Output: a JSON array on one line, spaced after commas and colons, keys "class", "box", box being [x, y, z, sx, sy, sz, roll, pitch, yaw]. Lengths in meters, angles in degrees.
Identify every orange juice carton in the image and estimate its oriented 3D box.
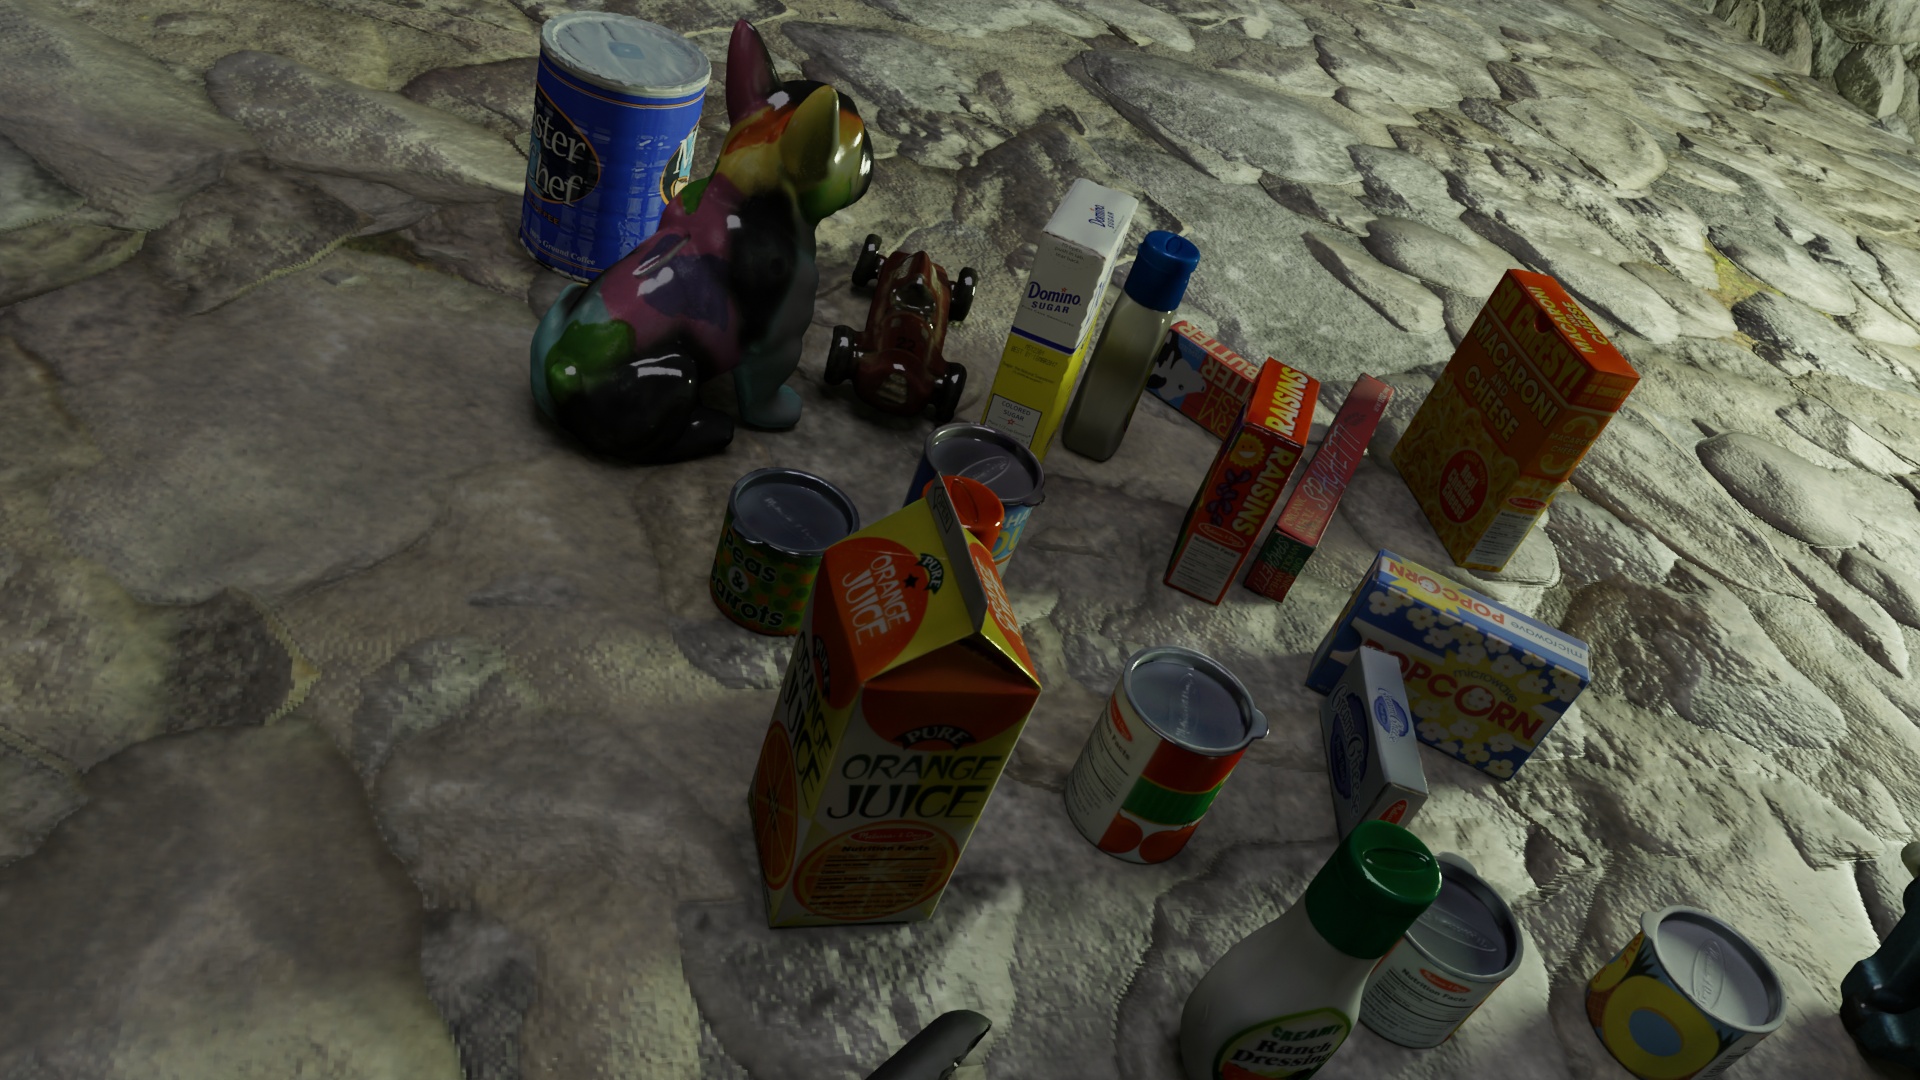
[{"class": "orange juice carton", "box": [-0.027, 0.068, 0.550, 0.073, 0.191, 0.072, 4, 41, -22]}]

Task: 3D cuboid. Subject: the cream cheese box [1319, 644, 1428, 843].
[{"class": "cream cheese box", "box": [0.215, 0.109, 0.729, 0.024, 0.053, 0.104, 17, 37, -6]}]

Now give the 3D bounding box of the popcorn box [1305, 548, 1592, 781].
[{"class": "popcorn box", "box": [0.271, 0.070, 0.777, 0.127, 0.084, 0.038, 26, 37, 6]}]

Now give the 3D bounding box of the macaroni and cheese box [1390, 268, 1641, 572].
[{"class": "macaroni and cheese box", "box": [0.368, -0.081, 0.942, 0.040, 0.165, 0.124, 7, 39, -18]}]

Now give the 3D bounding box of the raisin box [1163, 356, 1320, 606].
[{"class": "raisin box", "box": [0.167, -0.035, 0.825, 0.040, 0.122, 0.086, 25, 37, 5]}]

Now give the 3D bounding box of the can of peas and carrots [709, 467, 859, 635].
[{"class": "can of peas and carrots", "box": [-0.092, 0.007, 0.704, 0.071, 0.058, 0.071, 13, 38, -10]}]

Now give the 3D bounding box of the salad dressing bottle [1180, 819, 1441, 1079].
[{"class": "salad dressing bottle", "box": [0.134, 0.168, 0.541, 0.064, 0.146, 0.044, 8, 39, -17]}]

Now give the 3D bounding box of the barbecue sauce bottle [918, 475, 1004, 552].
[{"class": "barbecue sauce bottle", "box": [-0.019, 0.038, 0.626, 0.044, 0.147, 0.065, 2, 41, -23]}]

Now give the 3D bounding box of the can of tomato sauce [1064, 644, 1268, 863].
[{"class": "can of tomato sauce", "box": [0.095, 0.102, 0.656, 0.071, 0.082, 0.071, 13, 38, -10]}]

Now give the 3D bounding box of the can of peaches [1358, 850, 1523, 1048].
[{"class": "can of peaches", "box": [0.210, 0.184, 0.630, 0.071, 0.057, 0.071, 13, 38, -10]}]

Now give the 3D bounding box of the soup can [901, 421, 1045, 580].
[{"class": "soup can", "box": [0.003, -0.009, 0.748, 0.071, 0.083, 0.072, 13, 38, -10]}]

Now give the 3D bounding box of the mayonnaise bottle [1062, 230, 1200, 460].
[{"class": "mayonnaise bottle", "box": [0.109, -0.125, 0.887, 0.041, 0.147, 0.065, 24, 37, 3]}]

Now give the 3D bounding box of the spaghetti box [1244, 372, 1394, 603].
[{"class": "spaghetti box", "box": [0.243, -0.041, 0.929, 0.029, 0.049, 0.251, 29, 38, 11]}]

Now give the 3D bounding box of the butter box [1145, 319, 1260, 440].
[{"class": "butter box", "box": [0.182, -0.105, 0.976, 0.103, 0.052, 0.024, 37, 40, 20]}]

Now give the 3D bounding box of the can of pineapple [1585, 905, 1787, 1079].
[{"class": "can of pineapple", "box": [0.339, 0.215, 0.655, 0.071, 0.057, 0.071, 13, 38, -10]}]
